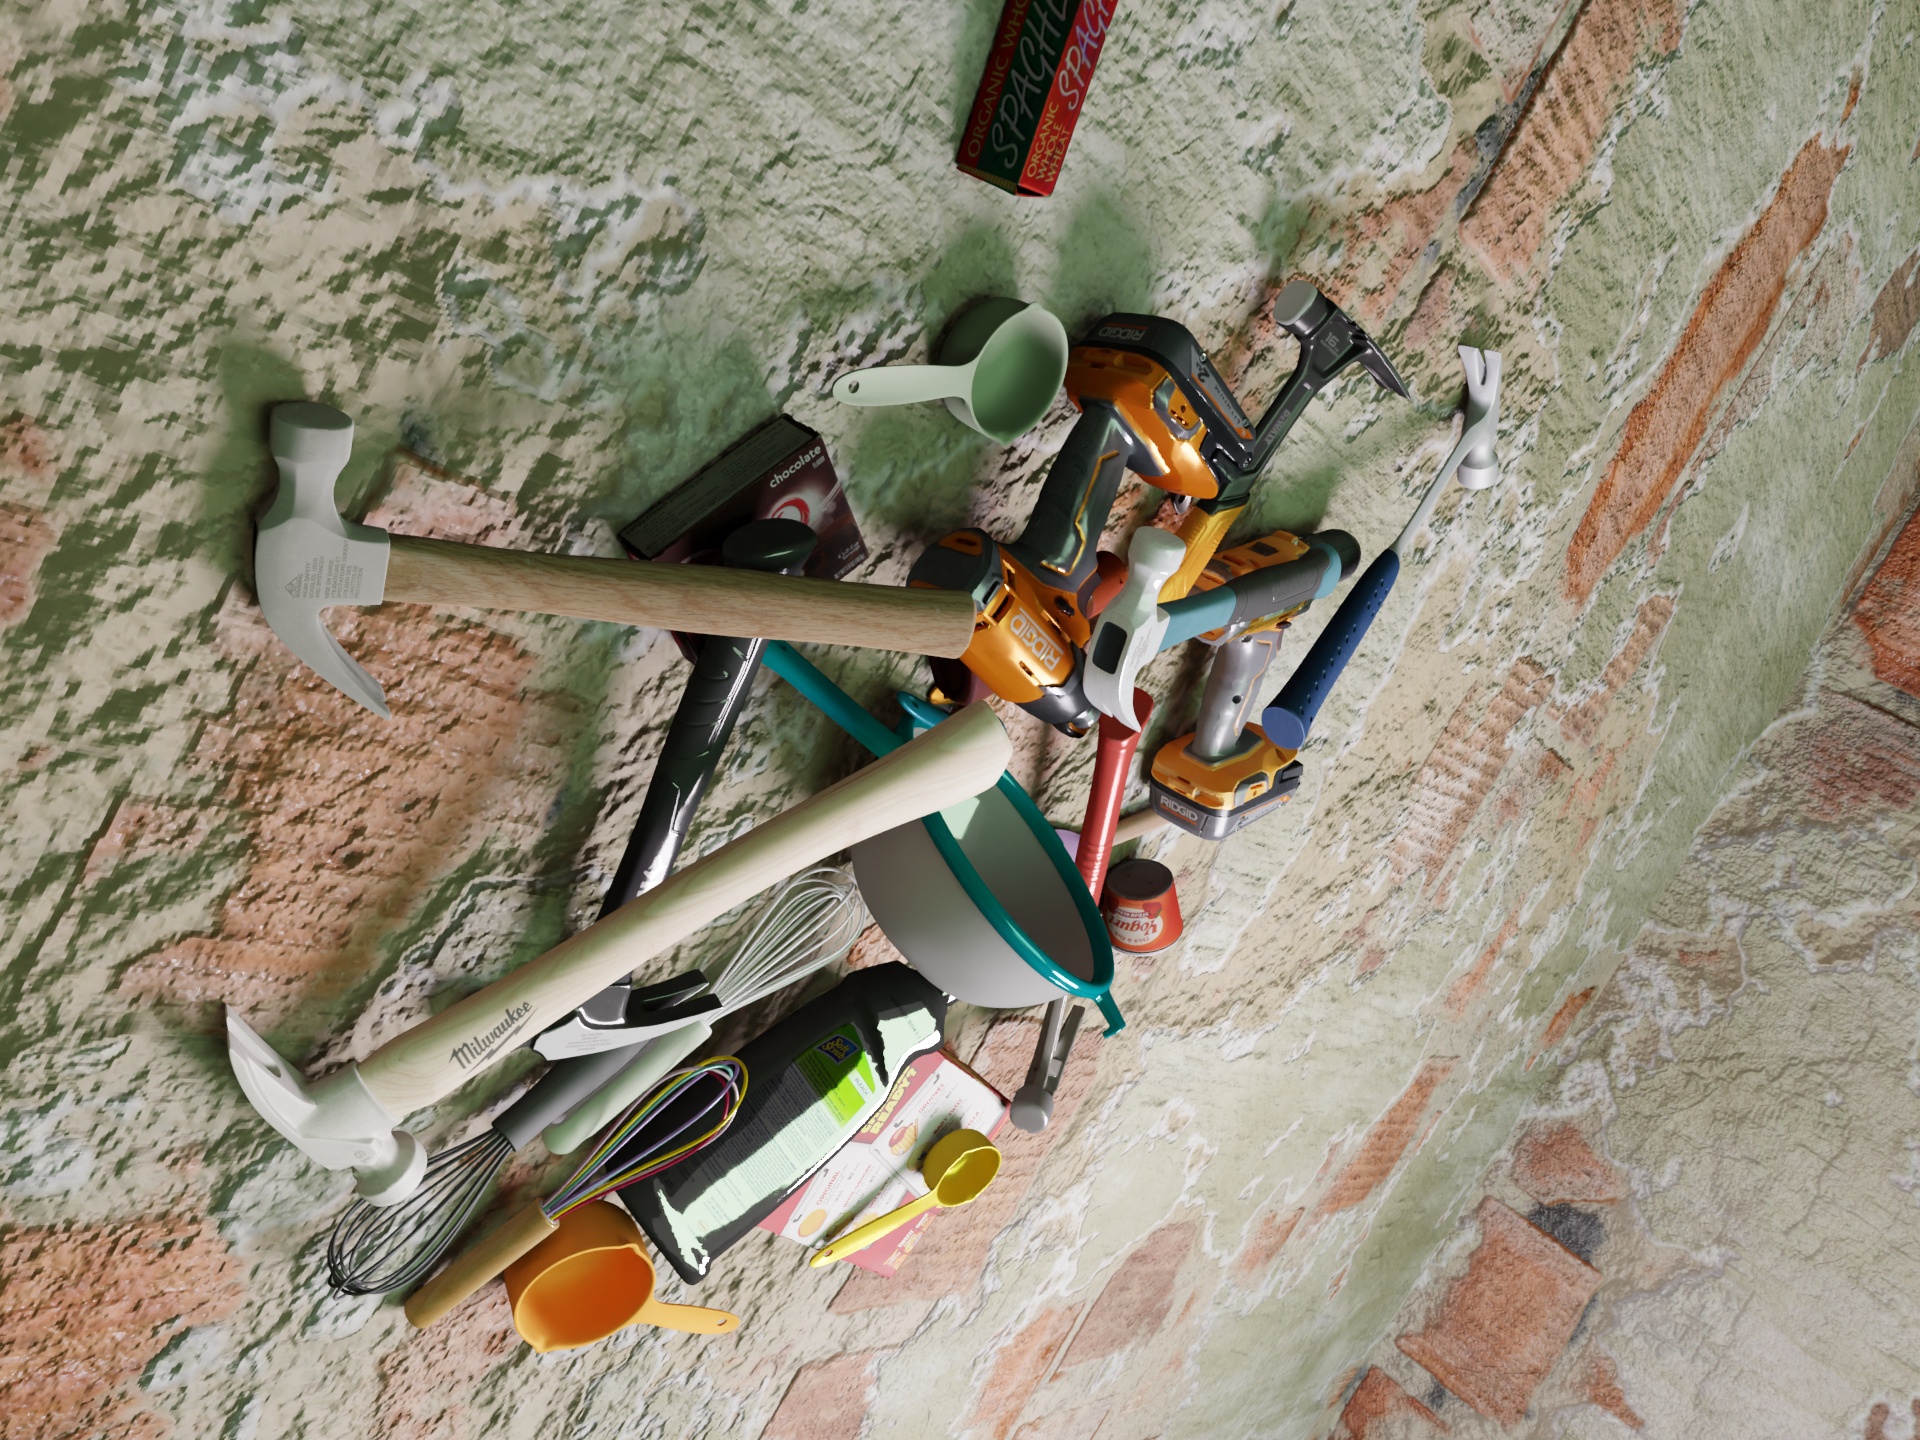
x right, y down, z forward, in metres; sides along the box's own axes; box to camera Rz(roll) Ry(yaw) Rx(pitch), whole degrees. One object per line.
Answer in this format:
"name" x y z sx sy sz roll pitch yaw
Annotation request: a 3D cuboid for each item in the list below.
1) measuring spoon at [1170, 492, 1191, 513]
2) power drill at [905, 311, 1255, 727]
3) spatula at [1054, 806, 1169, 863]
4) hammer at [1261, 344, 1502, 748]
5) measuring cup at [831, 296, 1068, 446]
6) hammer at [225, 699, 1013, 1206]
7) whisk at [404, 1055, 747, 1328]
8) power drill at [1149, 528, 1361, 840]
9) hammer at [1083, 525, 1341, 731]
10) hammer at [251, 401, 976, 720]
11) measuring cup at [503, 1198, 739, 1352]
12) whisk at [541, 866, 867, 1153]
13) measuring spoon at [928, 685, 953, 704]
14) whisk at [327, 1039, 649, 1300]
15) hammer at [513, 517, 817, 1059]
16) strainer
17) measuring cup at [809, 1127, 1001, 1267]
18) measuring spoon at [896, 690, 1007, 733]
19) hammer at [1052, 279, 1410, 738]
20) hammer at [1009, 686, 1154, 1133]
"measuring spoon" 0.142 -0.182 1.068 0.034 0.018 0.124 -42 149 -16
"power drill" 0.080 -0.110 0.954 0.226 0.084 0.164 -56 132 -11
"spatula" 0.126 0.086 1.253 0.316 0.018 0.059 -17 128 -40
"hammer" 0.336 -0.134 1.231 0.406 0.035 0.143 -51 145 -31
"measuring cup" -0.012 -0.190 0.860 0.167 0.038 0.083 -15 128 -40
"hammer" -0.159 0.097 0.813 0.410 0.038 0.146 -30 132 -7
"whisk" -0.226 0.280 0.941 0.245 0.047 0.051 -37 159 -2
"power drill" 0.233 -0.039 1.231 0.185 0.084 0.226 -22 128 -40
"hammer" 0.172 -0.076 1.013 0.331 0.033 0.128 -20 136 -55
"hammer" -0.144 -0.056 0.727 0.331 0.031 0.130 4 118 -28
"measuring cup" -0.212 0.357 1.016 0.095 0.052 0.173 -50 133 9
"whisk" -0.156 0.179 0.982 0.246 0.058 0.059 -39 107 -17
"measuring spoon" 0.024 -0.026 1.051 0.117 0.011 0.021 -16 129 -42
"whisk" -0.258 0.238 0.906 0.239 0.055 0.055 -40 142 -27
"hammer" -0.148 0.044 0.841 0.146 0.035 0.334 4 121 -41
"strainer" -0.041 0.066 0.958 0.095 0.211 0.340 -37 124 15
"measuring cup" -0.043 0.341 1.135 0.156 0.029 0.062 -24 134 -20
"measuring spoon" -0.002 -0.003 1.002 0.021 0.042 0.128 -36 153 15
"hammer" 0.170 -0.127 1.087 0.127 0.034 0.337 28 102 -39
"hammer" 0.092 0.129 1.172 0.149 0.037 0.358 -61 163 -57
